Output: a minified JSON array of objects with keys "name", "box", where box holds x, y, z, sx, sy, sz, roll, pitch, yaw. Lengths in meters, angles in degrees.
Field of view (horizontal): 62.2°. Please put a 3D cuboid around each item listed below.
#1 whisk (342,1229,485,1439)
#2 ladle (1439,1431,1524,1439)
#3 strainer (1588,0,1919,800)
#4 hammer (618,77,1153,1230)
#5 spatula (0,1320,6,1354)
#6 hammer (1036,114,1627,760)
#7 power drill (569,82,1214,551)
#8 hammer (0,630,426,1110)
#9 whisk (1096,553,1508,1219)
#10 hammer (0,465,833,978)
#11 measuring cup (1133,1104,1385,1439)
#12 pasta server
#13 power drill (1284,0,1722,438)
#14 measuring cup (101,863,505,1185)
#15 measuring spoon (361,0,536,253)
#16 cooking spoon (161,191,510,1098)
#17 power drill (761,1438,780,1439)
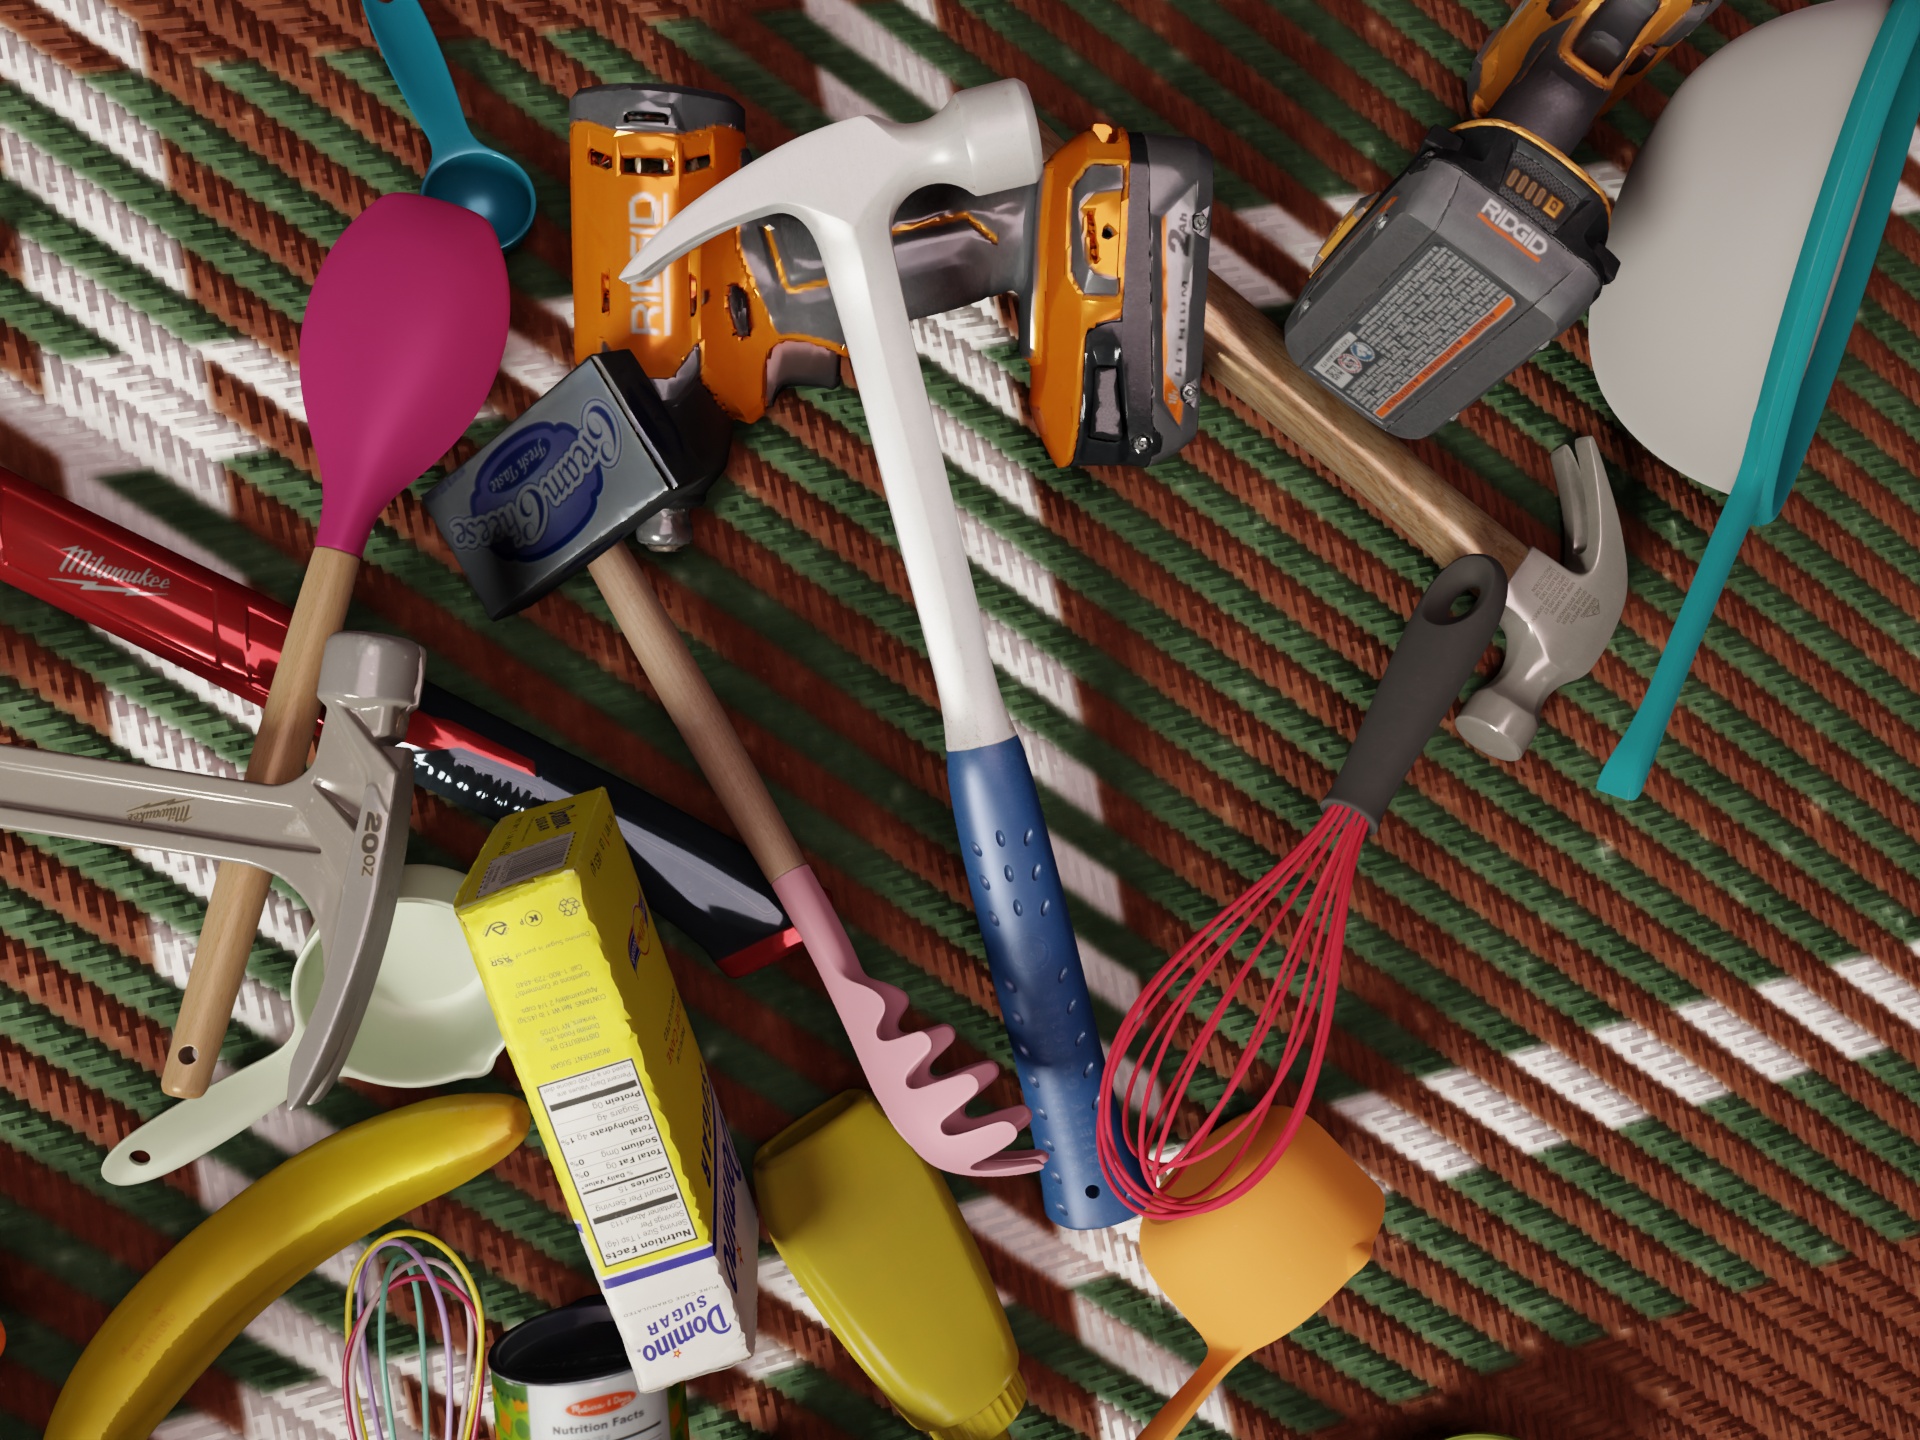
[{"name":"whisk","box":[-0.183,0.299,0.550,0.047,0.051,0.245,-4,90,-17]},{"name":"ladle","box":[0.095,0.293,0.584,0.320,0.062,0.078,13,87,-20]},{"name":"strainer","box":[0.287,-0.135,0.635,0.095,0.210,0.340,21,80,28]},{"name":"hammer","box":[-0.001,-0.002,0.567,0.144,0.035,0.405,-14,104,2]},{"name":"spatula","box":[-0.410,0.079,0.516,0.081,0.041,0.322,-26,91,-8]},{"name":"hammer","box":[0.144,-0.134,0.661,0.331,0.031,0.130,39,79,-7]},{"name":"power drill","box":[-0.029,-0.143,0.589,0.226,0.084,0.164,1,102,-5]},{"name":"hammer","box":[-0.356,0.021,0.494,0.359,0.036,0.149,9,81,-3]},{"name":"whisk","box":[0.137,0.052,0.593,0.073,0.073,0.296,36,70,-8]},{"name":"hammer","box":[-0.215,-0.025,0.569,0.386,0.038,0.143,28,79,-9]},{"name":"measuring cup","box":[0.081,0.211,0.579,0.173,0.095,0.052,-40,89,-29]},{"name":"pasta server","box":[-0.068,0.028,0.569,0.040,0.060,0.316,-32,79,3]},{"name":"power drill","box":[0.229,-0.233,0.593,0.084,0.185,0.226,35,70,-4]},{"name":"measuring cup","box":[-0.228,0.110,0.559,0.167,0.038,0.083,-31,116,5]},{"name":"measuring spoon","box":[-0.198,-0.229,0.602,0.042,0.021,0.129,-23,82,-13]},{"name":"cooking spoon","box":[-0.218,-0.032,0.539,0.068,0.017,0.319,13,80,-8]},{"name":"power drill","box":[-0.009,0.352,0.570,0.219,0.078,0.143,19,82,-8]}]
